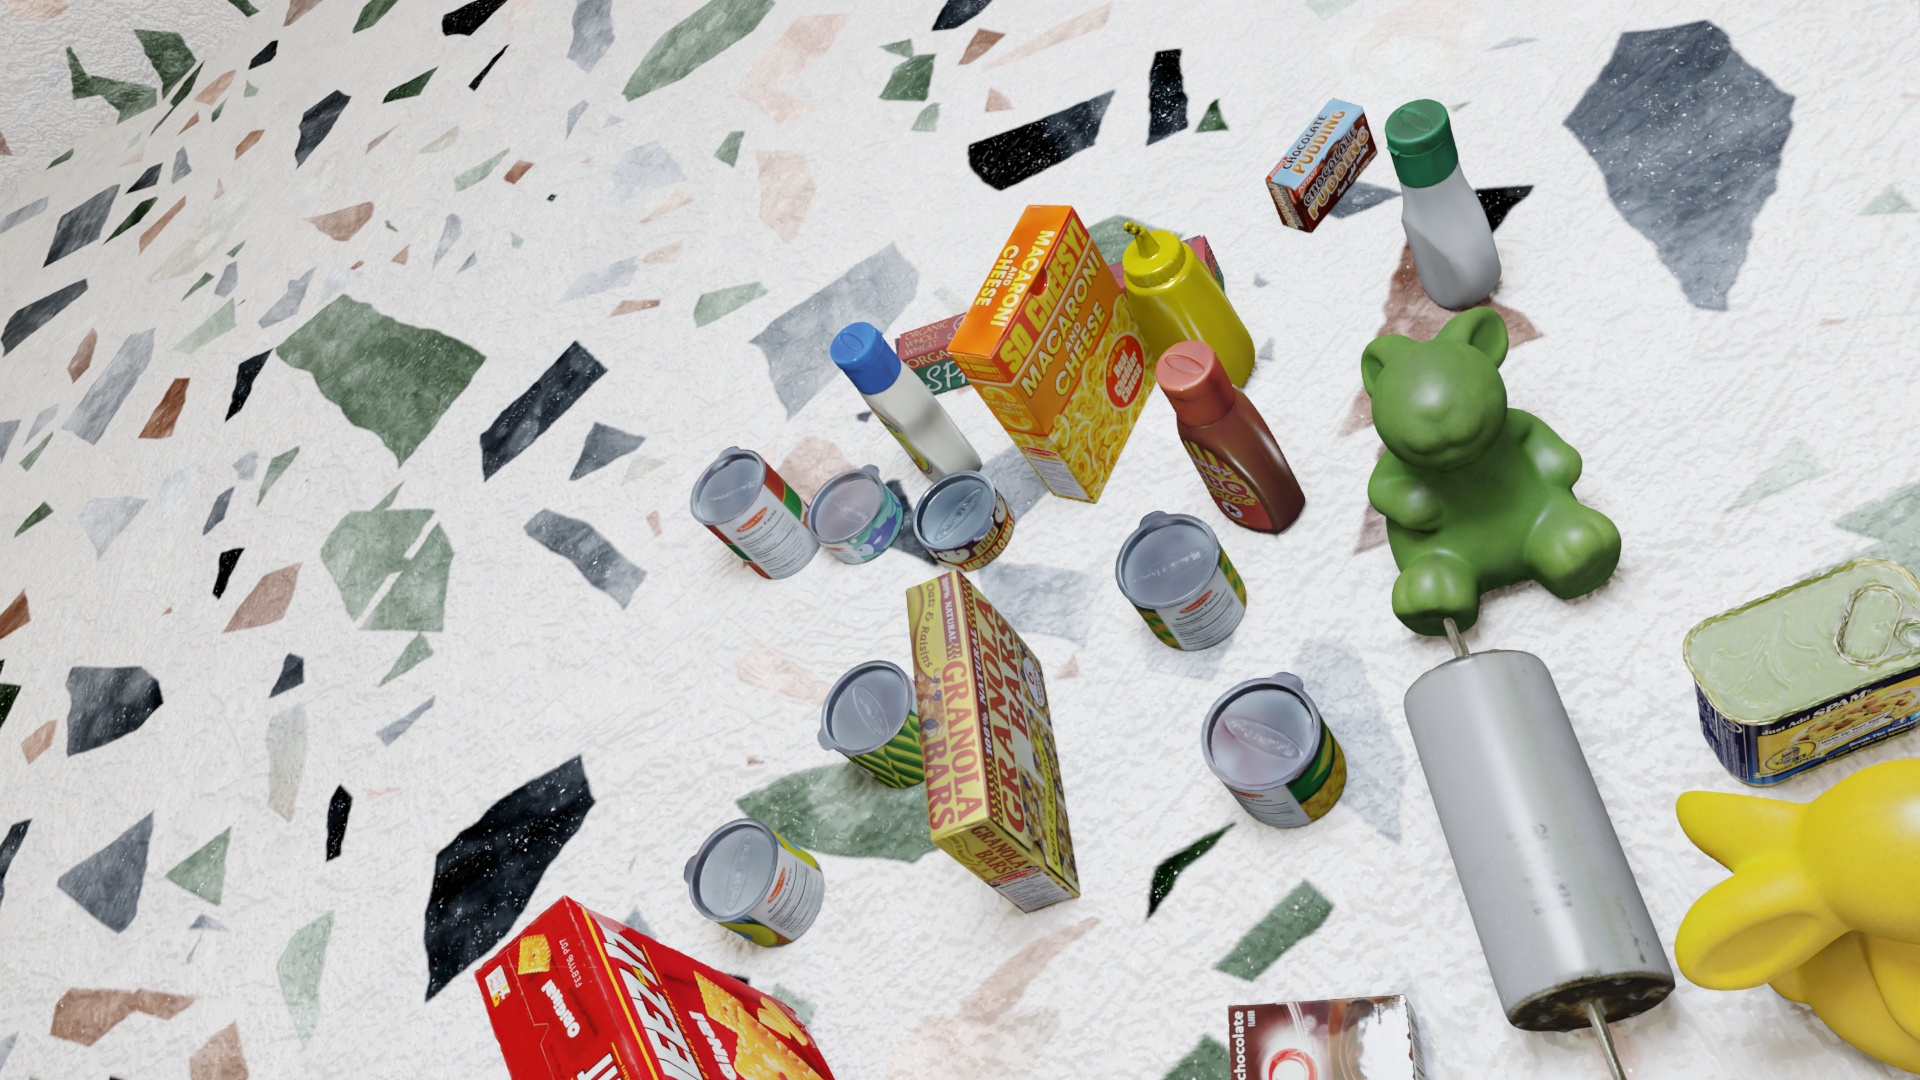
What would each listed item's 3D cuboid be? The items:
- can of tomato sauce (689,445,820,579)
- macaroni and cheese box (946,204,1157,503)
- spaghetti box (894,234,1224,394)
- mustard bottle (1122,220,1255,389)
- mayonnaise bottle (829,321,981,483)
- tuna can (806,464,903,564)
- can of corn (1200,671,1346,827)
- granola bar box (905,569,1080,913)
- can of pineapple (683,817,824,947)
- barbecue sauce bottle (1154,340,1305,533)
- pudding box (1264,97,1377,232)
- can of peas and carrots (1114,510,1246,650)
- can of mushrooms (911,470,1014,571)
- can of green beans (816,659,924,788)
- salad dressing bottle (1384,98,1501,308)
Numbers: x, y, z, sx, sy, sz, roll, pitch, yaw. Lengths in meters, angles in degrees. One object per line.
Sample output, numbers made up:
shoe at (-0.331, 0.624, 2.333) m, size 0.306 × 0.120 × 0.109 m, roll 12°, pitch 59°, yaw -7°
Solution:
can of tomato sauce at (-0.153, -0.020, 1.044) m, size 0.071 × 0.083 × 0.071 m, roll -16°, pitch 52°, yaw 21°
macaroni and cheese box at (0.069, -0.122, 0.925) m, size 0.040 × 0.166 × 0.124 m, roll 12°, pitch 66°, yaw 37°
spaghetti box at (0.070, -0.164, 1.034) m, size 0.250 × 0.050 × 0.029 m, roll -15°, pitch 52°, yaw 22°
mustard bottle at (0.143, -0.156, 0.909) m, size 0.065 × 0.159 × 0.049 m, roll 24°, pitch 74°, yaw 40°
mayonnaise bottle at (-0.041, -0.096, 0.986) m, size 0.041 × 0.147 × 0.065 m, roll -46°, pitch 47°, yaw -5°
tuna can at (-0.077, -0.020, 1.032) m, size 0.071 × 0.032 × 0.071 m, roll -16°, pitch 51°, yaw 21°
can of corn at (0.174, 0.116, 0.765) m, size 0.071 × 0.058 × 0.071 m, roll -16°, pitch 52°, yaw 21°
granola bar box at (0.019, 0.117, 0.814) m, size 0.039 × 0.124 × 0.166 m, roll -22°, pitch 50°, yaw 17°
can of pineapple at (-0.129, 0.216, 0.878) m, size 0.071 × 0.057 × 0.071 m, roll -16°, pitch 52°, yaw 21°
barbecue sauce bottle at (0.160, -0.063, 0.840) m, size 0.065 × 0.148 × 0.044 m, roll 30°, pitch 78°, yaw 42°
pudding box at (0.258, -0.269, 0.995) m, size 0.084 × 0.049 × 0.030 m, roll -50°, pitch 47°, yaw -9°
can of peas and carrots at (0.135, 0.024, 0.854) m, size 0.071 × 0.058 × 0.071 m, roll -16°, pitch 52°, yaw 21°
can of mushrooms at (0.003, -0.012, 0.978) m, size 0.071 × 0.033 × 0.071 m, roll -16°, pitch 52°, yaw 21°
can of green beans at (-0.047, 0.119, 0.898) m, size 0.071 × 0.057 × 0.071 m, roll -16°, pitch 52°, yaw 21°
salad dressing bottle at (0.297, -0.206, 0.860) m, size 0.044 × 0.147 × 0.064 m, roll -36°, pitch 47°, yaw 4°
